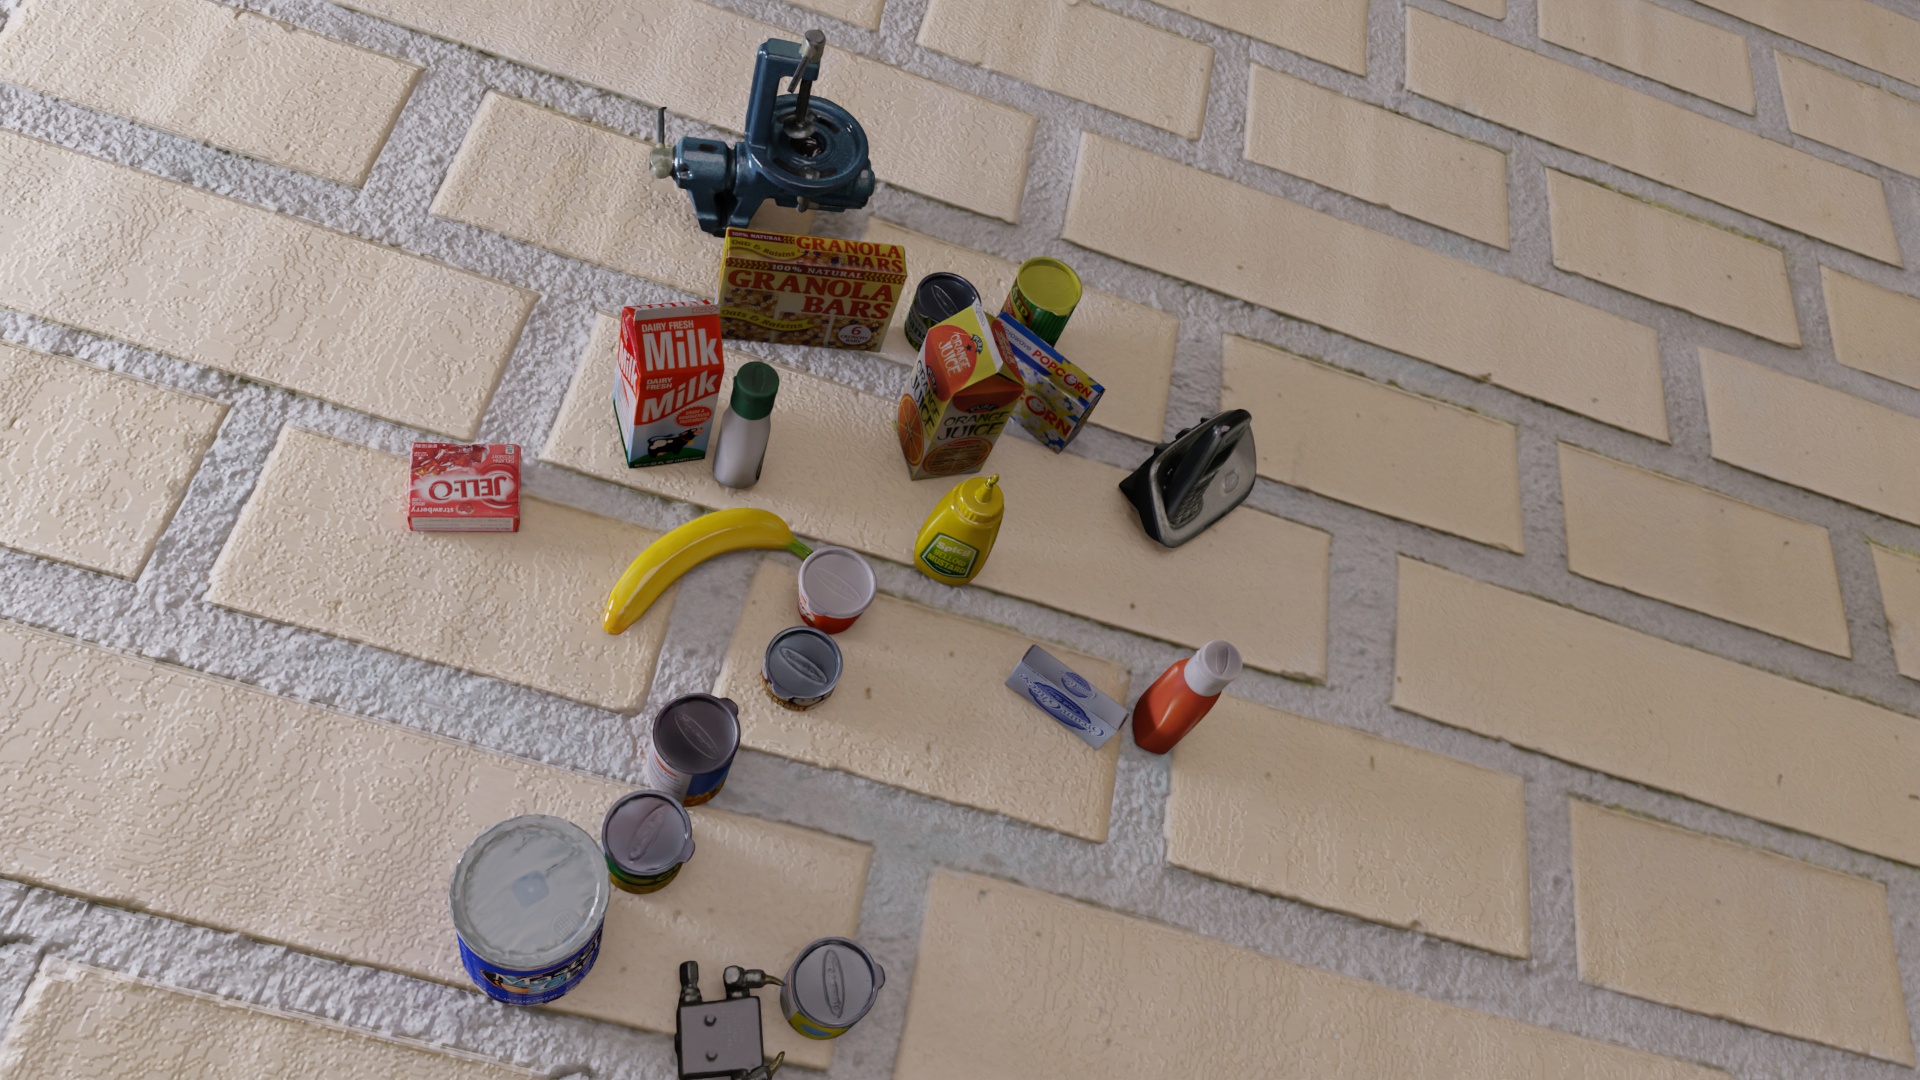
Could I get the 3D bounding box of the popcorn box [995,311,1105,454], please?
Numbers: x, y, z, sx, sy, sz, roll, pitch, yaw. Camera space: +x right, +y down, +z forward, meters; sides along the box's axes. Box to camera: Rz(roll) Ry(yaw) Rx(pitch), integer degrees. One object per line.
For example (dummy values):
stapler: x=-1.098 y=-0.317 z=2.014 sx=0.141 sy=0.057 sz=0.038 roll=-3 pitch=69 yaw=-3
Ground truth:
popcorn box: x=0.069 y=-0.153 z=1.352 sx=0.127 sy=0.084 sz=0.038 roll=39 pitch=58 yaw=6

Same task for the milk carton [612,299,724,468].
milk carton: x=-0.250 y=-0.143 z=1.187 sx=0.072 sy=0.189 sz=0.073 roll=-9 pitch=65 yaw=-21

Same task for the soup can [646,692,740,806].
soup can: x=-0.209 y=0.164 z=1.091 sx=0.071 sy=0.083 sz=0.071 roll=7 pitch=60 yaw=-13

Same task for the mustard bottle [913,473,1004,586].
mustard bottle: x=0.004 y=-0.015 z=1.211 sx=0.065 sy=0.159 sz=0.049 roll=23 pitch=58 yaw=-4

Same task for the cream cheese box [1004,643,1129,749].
cream cheese box: x=0.093 y=0.137 z=1.216 sx=0.104 sy=0.053 sz=0.024 roll=36 pitch=58 yaw=4

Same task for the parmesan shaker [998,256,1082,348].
parmesan shaker: x=0.074 y=-0.222 z=1.381 sx=0.071 sy=0.102 sz=0.071 roll=7 pitch=60 yaw=-13

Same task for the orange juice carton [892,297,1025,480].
orange juice carton: x=0.001 y=-0.135 z=1.258 sx=0.073 sy=0.191 sz=0.072 roll=-9 pitch=65 yaw=-21

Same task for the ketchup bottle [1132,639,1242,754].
ketchup bottle: x=0.194 y=0.131 z=1.194 sx=0.043 sy=0.148 sz=0.065 roll=19 pitch=58 yaw=-6

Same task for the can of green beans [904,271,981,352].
can of green beans: x=-0.018 y=-0.223 z=1.381 sx=0.071 sy=0.057 sz=0.071 roll=7 pitch=60 yaw=-13

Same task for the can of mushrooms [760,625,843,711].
can of mushrooms: x=-0.136 y=0.110 z=1.173 sx=0.071 sy=0.033 sz=0.071 roll=7 pitch=60 yaw=-13

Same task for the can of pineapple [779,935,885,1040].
can of pineapple: x=-0.098 y=0.337 z=1.044 sx=0.071 sy=0.057 sz=0.071 roll=7 pitch=60 yaw=-13

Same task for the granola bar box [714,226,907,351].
granola bar box: x=-0.145 y=-0.235 z=1.309 sx=0.166 sy=0.123 sz=0.039 roll=3 pitch=61 yaw=-15

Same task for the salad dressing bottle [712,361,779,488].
salad dressing bottle: x=-0.186 y=-0.100 z=1.208 sx=0.044 sy=0.147 sz=0.064 roll=7 pitch=61 yaw=-13

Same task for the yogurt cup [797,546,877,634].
yogurt cup: x=-0.110 y=0.046 z=1.205 sx=0.072 sy=0.053 sz=0.073 roll=7 pitch=60 yaw=-13

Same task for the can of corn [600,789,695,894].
can of corn: x=-0.239 y=0.232 z=1.060 sx=0.071 sy=0.058 sz=0.071 roll=7 pitch=60 yaw=-13
